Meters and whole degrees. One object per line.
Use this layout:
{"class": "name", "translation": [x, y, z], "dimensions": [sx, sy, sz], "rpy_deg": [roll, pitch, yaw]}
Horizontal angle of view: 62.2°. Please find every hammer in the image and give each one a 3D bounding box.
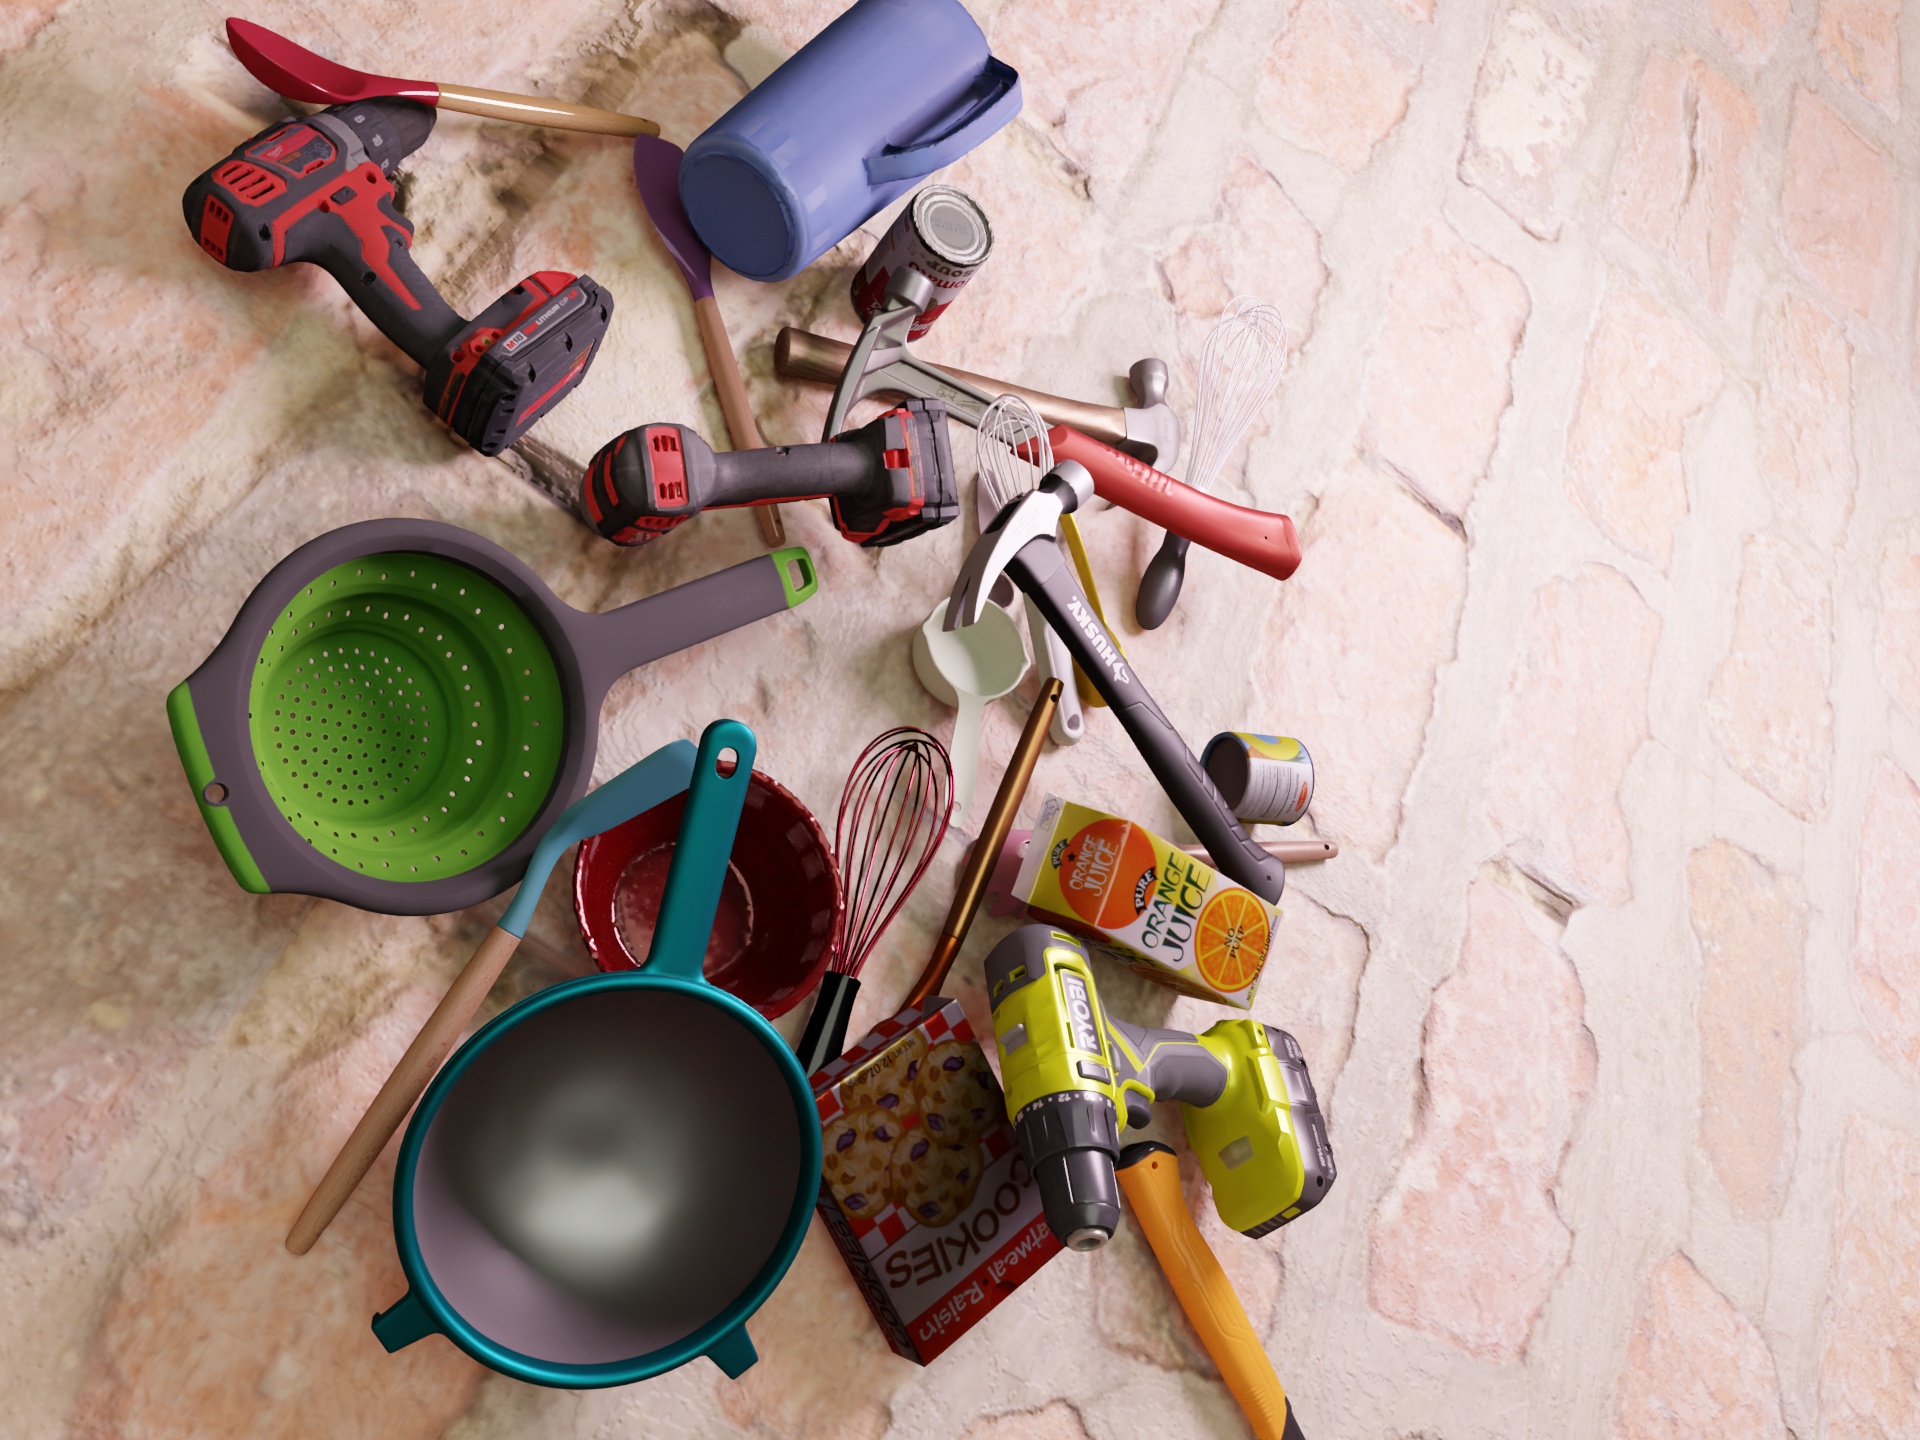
{"class": "hammer", "translation": [0.021, -0.237, 1.177], "dimensions": [0.331, 0.031, 0.130], "rpy_deg": [7, 67, -26]}
{"class": "hammer", "translation": [0.117, 0.001, 1.057], "dimensions": [0.146, 0.035, 0.334], "rpy_deg": [-46, 109, -30]}
{"class": "hammer", "translation": [0.181, 0.424, 0.995], "dimensions": [0.127, 0.034, 0.337], "rpy_deg": [-23, 83, -35]}
{"class": "hammer", "translation": [0.082, -0.177, 1.134], "dimensions": [0.359, 0.037, 0.149], "rpy_deg": [24, 87, -15]}

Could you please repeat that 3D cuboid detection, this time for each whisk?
{"class": "whisk", "translation": [0.188, -0.197, 1.213], "dimensions": [0.070, 0.070, 0.285], "rpy_deg": [25, 77, -18]}
{"class": "whisk", "translation": [-0.066, 0.137, 0.963], "dimensions": [0.073, 0.073, 0.296], "rpy_deg": [24, 67, -19]}
{"class": "whisk", "translation": [0.053, -0.101, 1.090], "dimensions": [0.058, 0.059, 0.246], "rpy_deg": [-19, 103, -35]}

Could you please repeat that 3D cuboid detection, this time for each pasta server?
{"class": "pasta server", "translation": [0.144, 0.098, 1.114], "dimensions": [0.316, 0.040, 0.060], "rpy_deg": [0, 70, -33]}

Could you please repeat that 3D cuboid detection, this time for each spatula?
{"class": "spatula", "translation": [-0.170, -0.264, 1.088], "dimensions": [0.059, 0.018, 0.316], "rpy_deg": [-3, 71, -52]}
{"class": "spatula", "translation": [-0.240, 0.137, 0.821], "dimensions": [0.044, 0.082, 0.317], "rpy_deg": [31, 77, 7]}
{"class": "spatula", "translation": [0.009, 0.115, 0.999], "dimensions": [0.081, 0.041, 0.323], "rpy_deg": [30, 71, -22]}

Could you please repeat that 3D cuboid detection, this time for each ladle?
{"class": "ladle", "translation": [-0.313, -0.396, 1.010], "dimensions": [0.069, 0.031, 0.315], "rpy_deg": [47, 34, 22]}

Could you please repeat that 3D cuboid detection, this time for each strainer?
{"class": "strainer", "translation": [-0.169, 0.162, 0.825], "dimensions": [0.211, 0.095, 0.340], "rpy_deg": [15, 88, -23]}

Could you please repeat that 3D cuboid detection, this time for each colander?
{"class": "colander", "translation": [-0.250, -0.027, 0.899], "dimensions": [0.397, 0.094, 0.204], "rpy_deg": [-27, 104, -42]}

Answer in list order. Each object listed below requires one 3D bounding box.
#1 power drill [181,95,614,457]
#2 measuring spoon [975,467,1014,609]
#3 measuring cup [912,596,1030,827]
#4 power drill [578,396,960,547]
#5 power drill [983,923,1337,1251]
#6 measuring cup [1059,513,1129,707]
{"class": "power drill", "translation": [-0.327, -0.291, 0.980], "dimensions": [0.226, 0.080, 0.188], "rpy_deg": [38, 50, -6]}
{"class": "measuring spoon", "translation": [0.019, -0.129, 1.145], "dimensions": [0.034, 0.018, 0.124], "rpy_deg": [13, 58, -24]}
{"class": "measuring cup", "translation": [-0.002, -0.003, 1.067], "dimensions": [0.083, 0.038, 0.168], "rpy_deg": [17, 65, -22]}
{"class": "power drill", "translation": [-0.124, -0.146, 0.986], "dimensions": [0.219, 0.143, 0.078], "rpy_deg": [-8, 89, -27]}
{"class": "power drill", "translation": [0.119, 0.238, 0.961], "dimensions": [0.228, 0.080, 0.191], "rpy_deg": [24, 39, -32]}
{"class": "measuring cup", "translation": [0.081, -0.082, 1.113], "dimensions": [0.029, 0.062, 0.156], "rpy_deg": [-20, 100, -14]}
